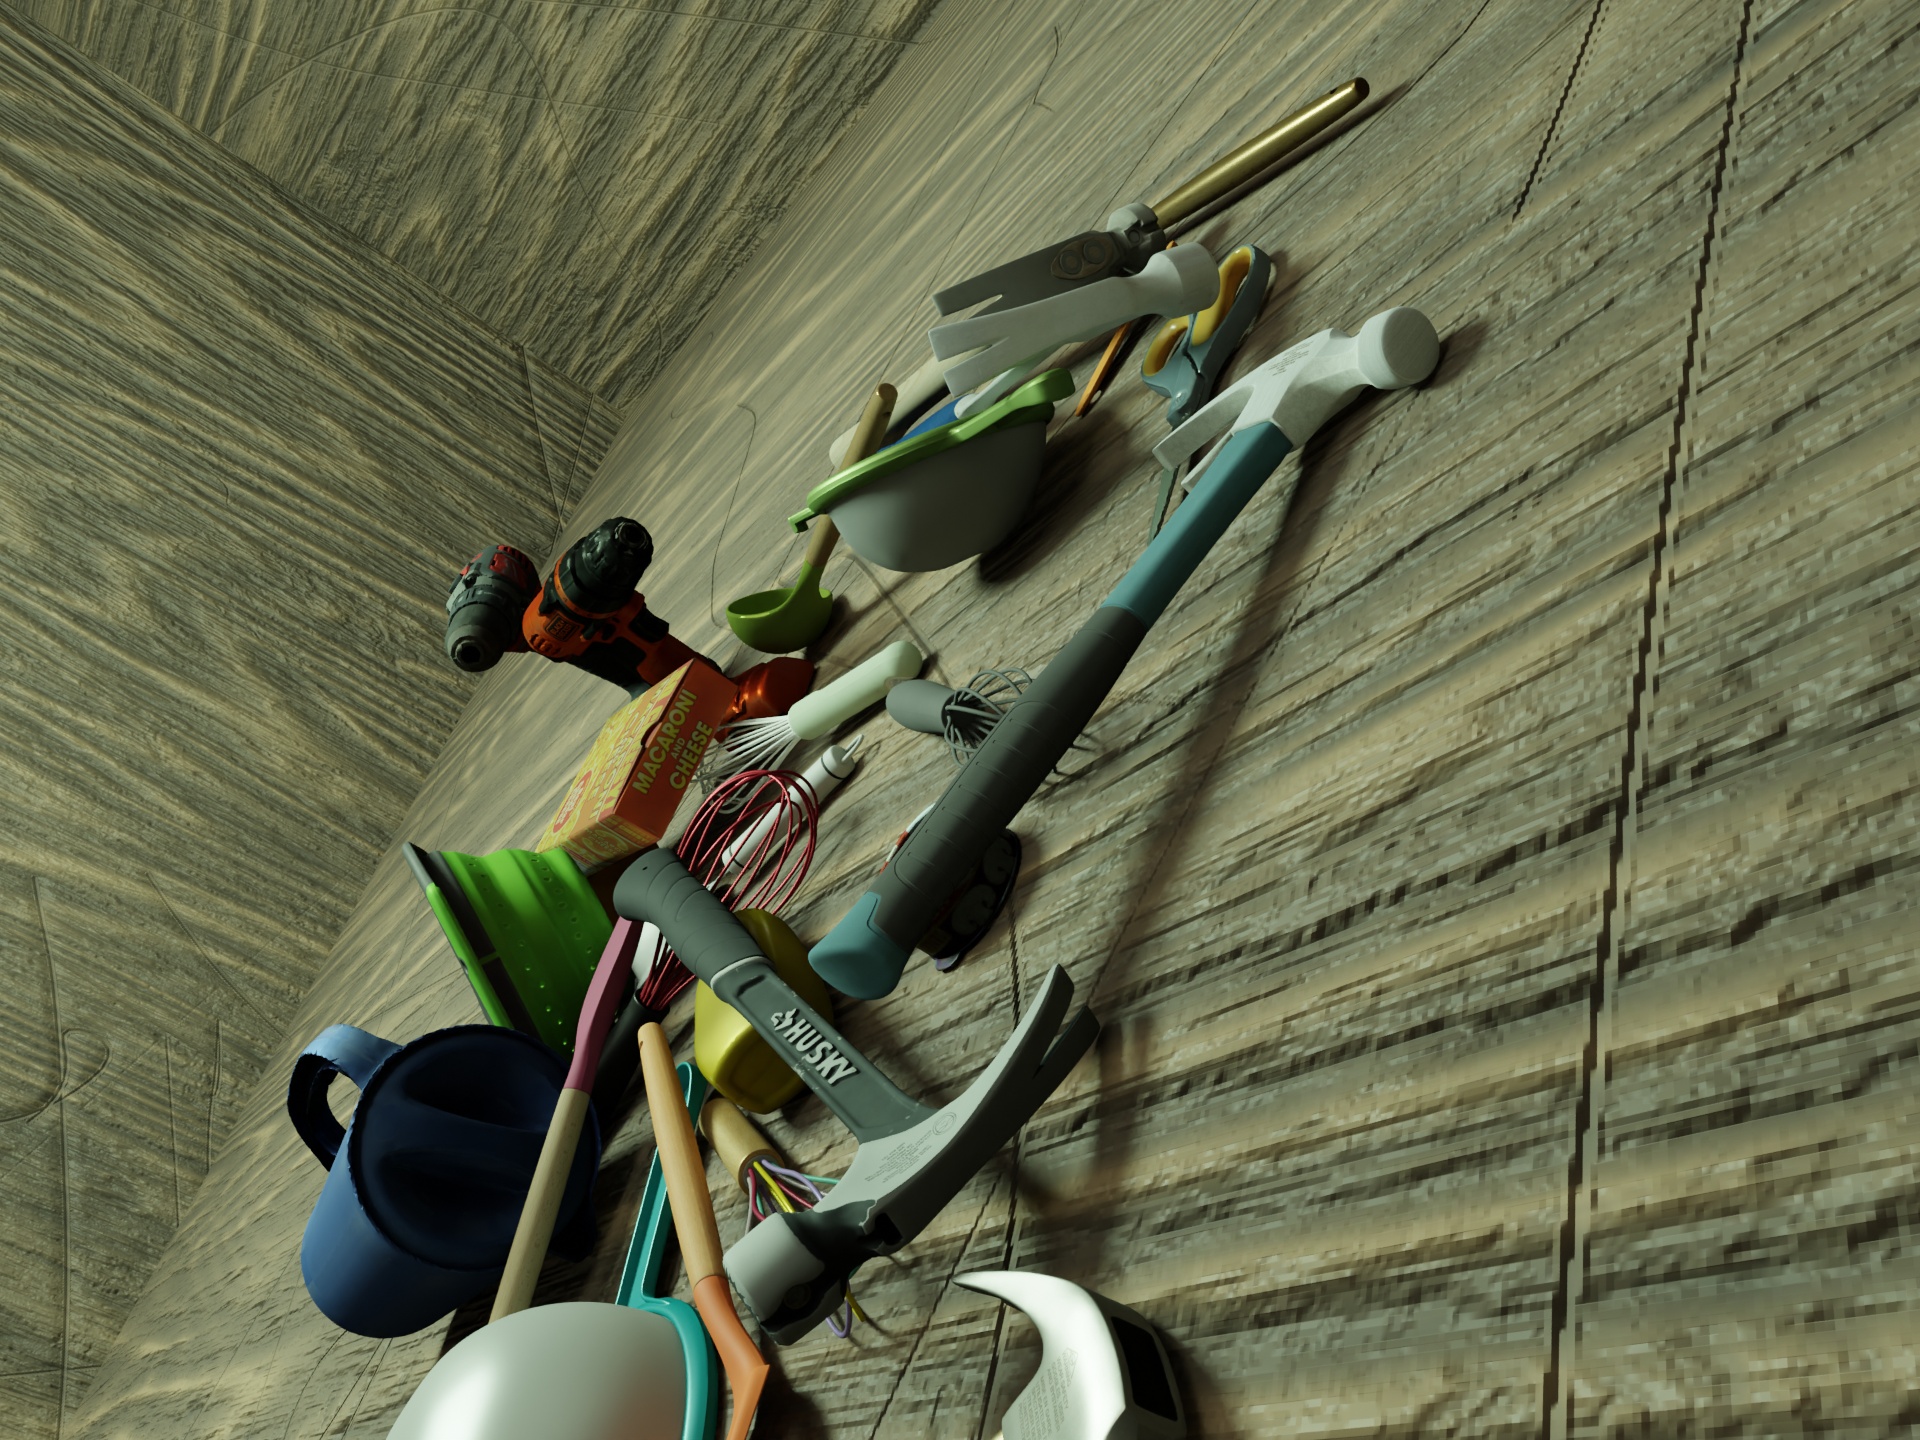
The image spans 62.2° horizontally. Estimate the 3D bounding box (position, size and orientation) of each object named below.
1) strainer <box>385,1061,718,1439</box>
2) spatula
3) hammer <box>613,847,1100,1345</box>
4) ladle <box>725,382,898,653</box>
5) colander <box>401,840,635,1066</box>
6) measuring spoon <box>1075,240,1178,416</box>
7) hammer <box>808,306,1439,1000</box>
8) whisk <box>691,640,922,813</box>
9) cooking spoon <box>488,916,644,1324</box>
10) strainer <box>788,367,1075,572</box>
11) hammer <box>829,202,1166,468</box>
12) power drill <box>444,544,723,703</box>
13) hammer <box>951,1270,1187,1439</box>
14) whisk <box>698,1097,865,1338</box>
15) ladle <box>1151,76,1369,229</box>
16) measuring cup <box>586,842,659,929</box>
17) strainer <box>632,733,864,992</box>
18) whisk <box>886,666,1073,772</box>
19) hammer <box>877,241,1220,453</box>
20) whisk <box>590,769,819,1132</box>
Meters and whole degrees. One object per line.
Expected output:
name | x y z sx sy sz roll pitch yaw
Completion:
strainer | -0.188 0.284 0.702 0.211 0.095 0.341 -41 27 37
spatula | -0.118 0.221 0.670 0.323 0.041 0.081 -127 52 -60
hammer | -0.084 0.113 0.685 0.149 0.036 0.409 -37 21 -14
ladle | -0.093 -0.130 1.037 0.062 0.078 0.320 66 154 17
colander | -0.296 0.172 1.117 0.094 0.204 0.397 -28 -7 -20
measuring spoon | 0.099 -0.227 0.929 0.117 0.011 0.021 -61 10 0
hammer | 0.056 -0.029 0.620 0.331 0.033 0.128 -51 17 -15
whisk | -0.102 0.002 1.000 0.246 0.057 0.059 -29 69 45
cooking spoon | -0.208 0.220 0.830 0.068 0.017 0.319 -43 29 54
strainer | 0.011 -0.127 0.855 0.151 0.069 0.256 -23 5 -19
hammer | -0.020 -0.226 1.058 0.146 0.038 0.410 -29 5 -22
power drill | -0.303 -0.044 1.261 0.080 0.226 0.188 -52 20 14
hammer | -0.051 0.284 0.478 0.331 0.031 0.130 -49 22 22
whisk | -0.080 0.192 0.667 0.051 0.047 0.245 -62 17 -9
ladle | 0.129 -0.300 0.930 0.069 0.031 0.315 -54 18 -21
measuring cup | -0.236 0.083 1.177 0.173 0.052 0.095 -55 20 1
strainer | -0.142 0.088 0.973 0.258 0.050 0.087 -43 10 25
whisk | -0.002 -0.001 0.772 0.055 0.055 0.239 -59 16 -5
hammer | 0.006 -0.189 0.950 0.144 0.035 0.405 -22 4 -16
whisk | -0.170 0.148 0.921 0.295 0.073 0.073 -57 19 15
